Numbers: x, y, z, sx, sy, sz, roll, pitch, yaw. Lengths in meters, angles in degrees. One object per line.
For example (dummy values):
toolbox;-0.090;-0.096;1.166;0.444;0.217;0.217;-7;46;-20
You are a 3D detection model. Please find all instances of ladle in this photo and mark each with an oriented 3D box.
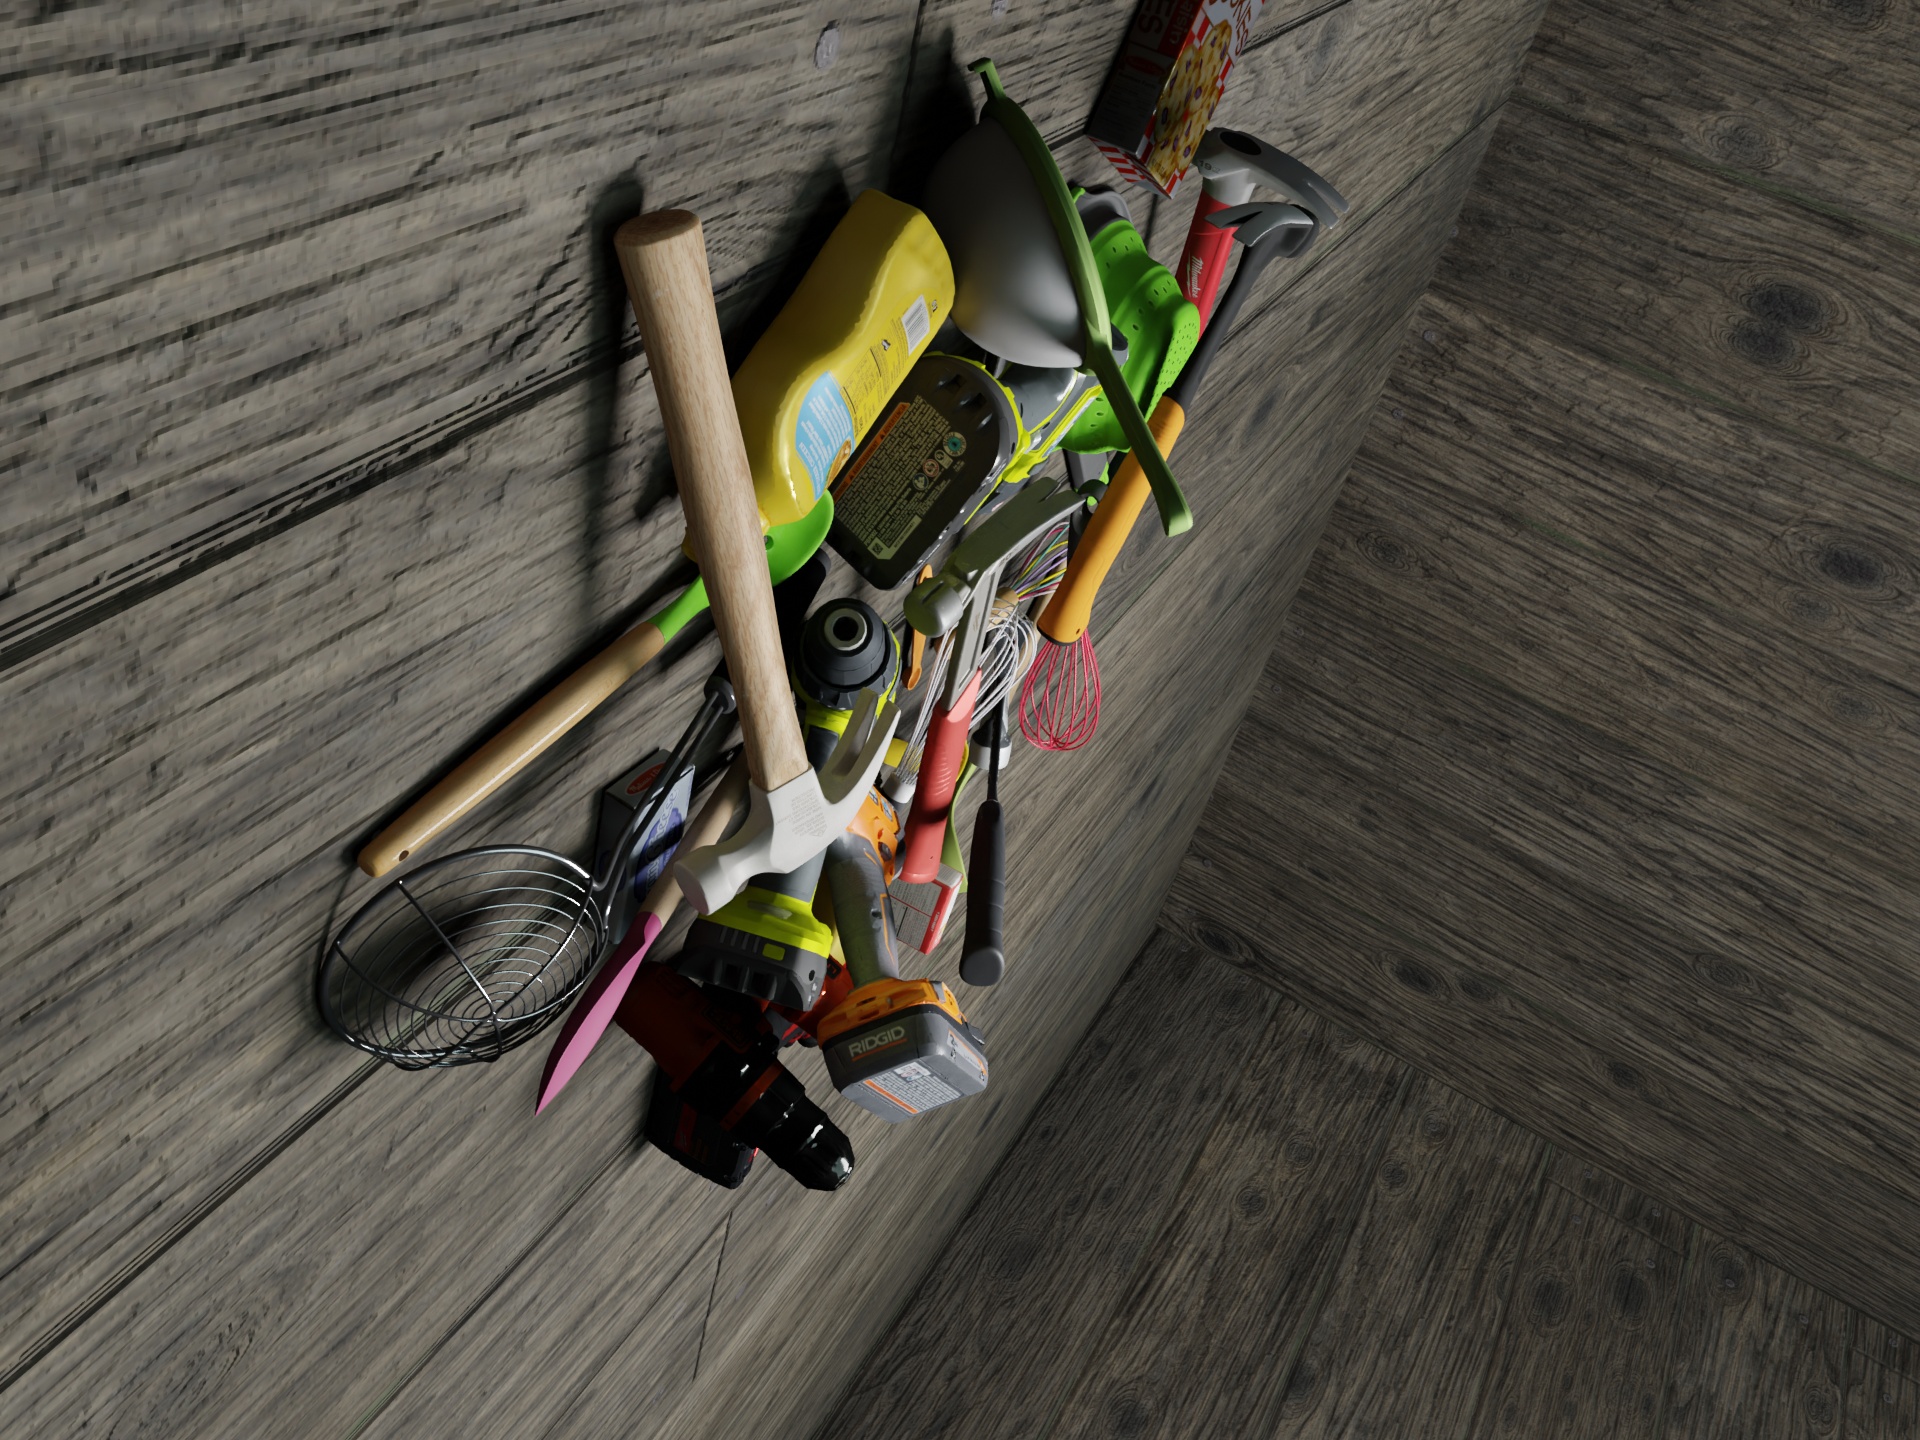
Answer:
ladle;0.039;0.005;1.435;0.078;0.062;0.320;-141;-105;-81

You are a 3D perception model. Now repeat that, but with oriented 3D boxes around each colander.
colander;0.116;-0.234;1.188;0.204;0.094;0.396;-60;165;-8

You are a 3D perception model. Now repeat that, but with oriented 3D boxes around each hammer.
hammer;-0.002;-0.003;1.095;0.149;0.037;0.358;-43;159;-34
hammer;0.183;-0.289;1.267;0.038;0.143;0.386;-49;165;-32
hammer;-0.099;-0.064;0.716;0.130;0.031;0.331;-31;134;-28
hammer;0.025;0.060;1.194;0.409;0.036;0.149;-84;-177;-62
hammer;0.130;-0.188;1.070;0.127;0.034;0.336;-28;150;-54

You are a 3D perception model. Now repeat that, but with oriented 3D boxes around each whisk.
whisk;0.093;-0.079;1.308;0.073;0.073;0.295;-50;157;-38
whisk;-0.029;0.025;1.206;0.284;0.070;0.070;-57;168;23
whisk;0.052;-0.109;1.302;0.245;0.047;0.051;-40;155;-47

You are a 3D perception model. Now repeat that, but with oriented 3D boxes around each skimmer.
skimmer;-0.174;0.021;0.802;0.127;0.090;0.363;86;23;-44

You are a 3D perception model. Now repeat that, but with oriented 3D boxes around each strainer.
strainer;0.038;-0.195;0.815;0.069;0.256;0.151;-22;161;-2

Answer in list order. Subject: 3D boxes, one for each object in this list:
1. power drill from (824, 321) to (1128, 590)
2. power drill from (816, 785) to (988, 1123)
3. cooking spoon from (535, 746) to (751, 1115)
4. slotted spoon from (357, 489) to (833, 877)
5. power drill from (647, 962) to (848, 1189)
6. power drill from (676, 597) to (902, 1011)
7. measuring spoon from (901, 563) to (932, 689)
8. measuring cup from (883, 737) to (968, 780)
power drill;0.004;-0.161;0.952;0.171;0.080;0.223;-48;176;30
power drill;-0.053;0.141;1.049;0.084;0.227;0.164;-23;150;8
cooking spoon;-0.157;0.093;0.845;0.068;0.017;0.319;-62;-177;29
slotted spoon;-0.164;-0.029;0.757;0.314;0.031;0.070;-47;159;-39
power drill;-0.142;0.245;1.220;0.220;0.078;0.143;-46;159;-53
power drill;-0.089;0.044;0.908;0.190;0.080;0.228;112;-6;-80
measuring spoon;-0.033;-0.068;1.157;0.021;0.011;0.116;-49;157;-42
measuring cup;-0.041;0.027;1.280;0.062;0.029;0.156;-60;153;3
